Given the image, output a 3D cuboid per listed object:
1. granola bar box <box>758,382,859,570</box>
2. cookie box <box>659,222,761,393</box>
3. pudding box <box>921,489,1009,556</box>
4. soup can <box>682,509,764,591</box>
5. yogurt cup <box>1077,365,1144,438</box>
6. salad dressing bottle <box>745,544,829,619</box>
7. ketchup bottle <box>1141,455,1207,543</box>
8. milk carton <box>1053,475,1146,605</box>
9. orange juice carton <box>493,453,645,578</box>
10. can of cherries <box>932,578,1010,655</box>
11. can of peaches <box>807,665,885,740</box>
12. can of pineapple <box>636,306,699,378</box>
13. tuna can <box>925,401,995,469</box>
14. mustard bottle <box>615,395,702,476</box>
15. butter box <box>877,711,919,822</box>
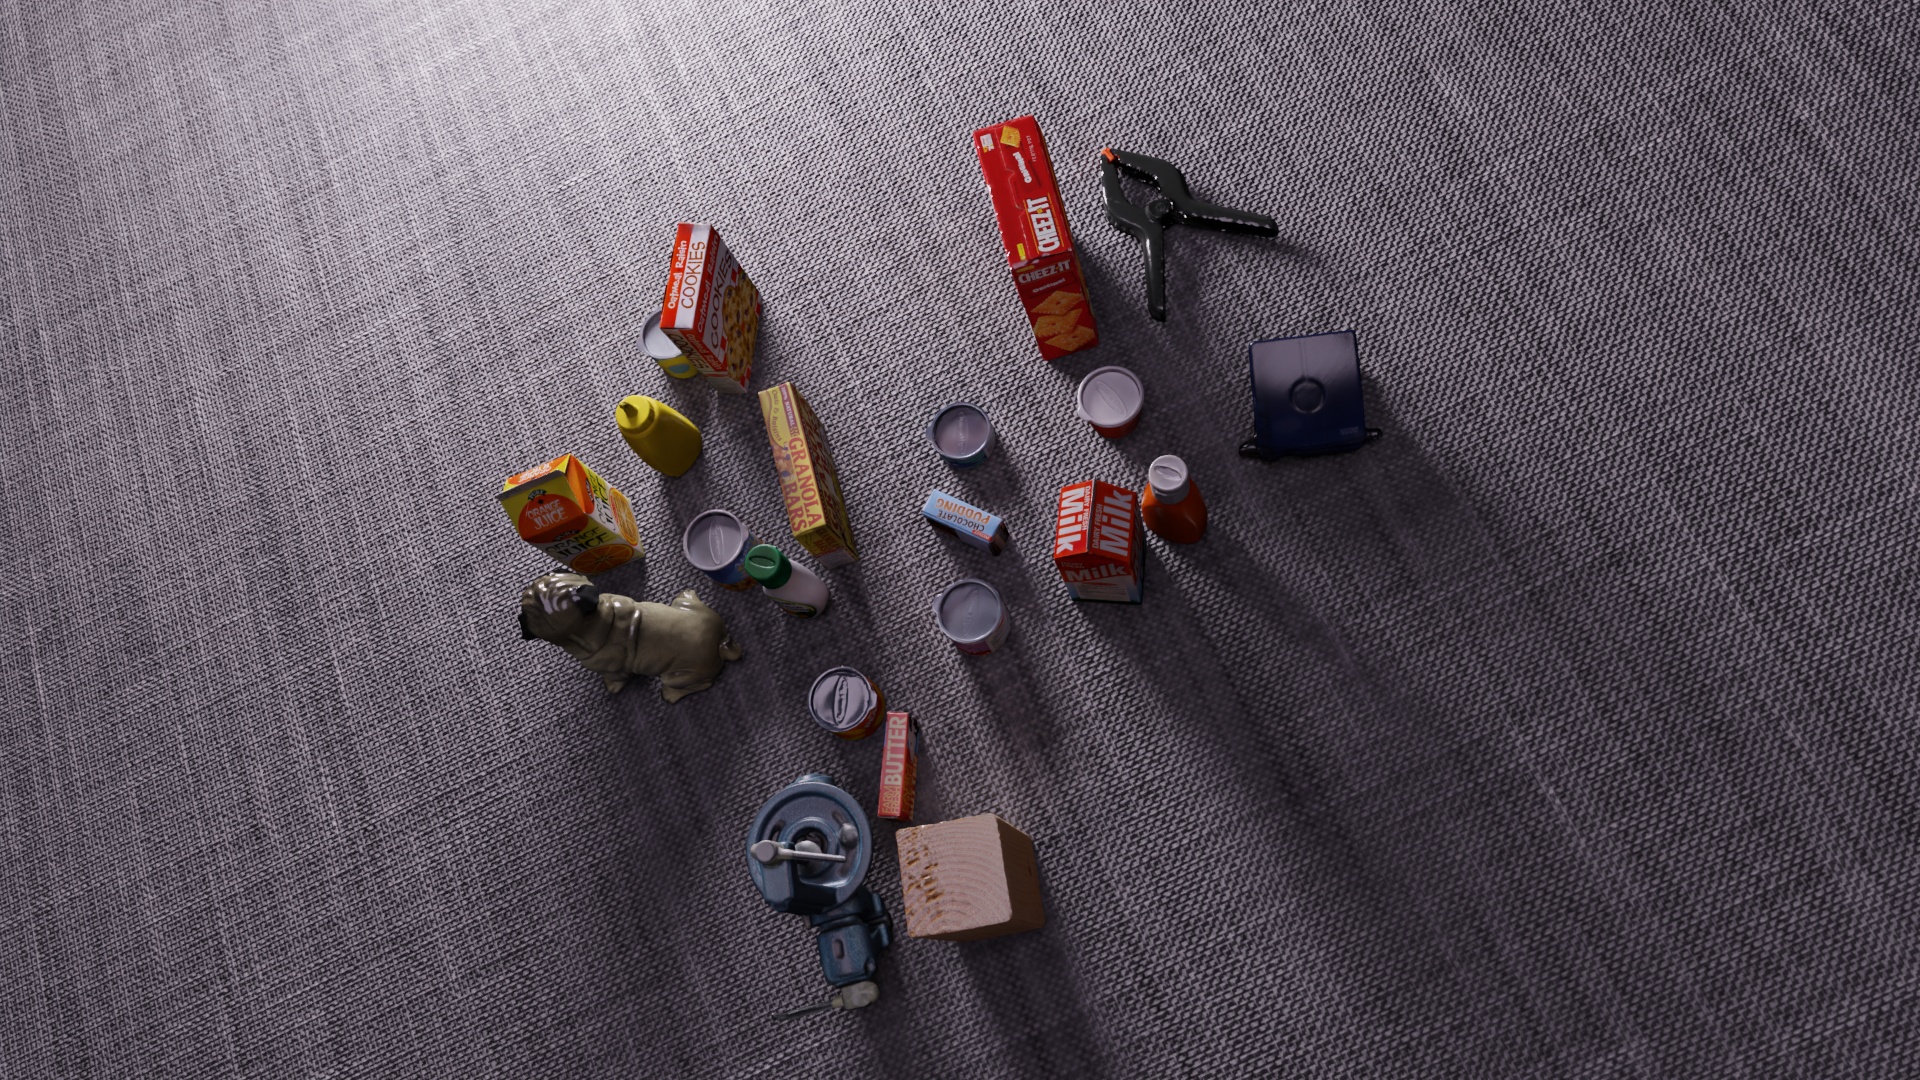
[{"bbox_3d":[-0.156,-0.065,1.441,0.039,0.124,0.166,-19,70,6],"label":"granola bar box"},{"bbox_3d":[-0.268,-0.248,1.501,0.040,0.167,0.123,2,73,12],"label":"cookie box"},{"bbox_3d":[0.005,-0.018,1.433,0.084,0.049,0.030,24,79,18],"label":"pudding box"},{"bbox_3d":[-0.242,0.011,1.456,0.071,0.083,0.071,-3,72,11],"label":"soup can"},{"bbox_3d":[0.158,-0.140,1.439,0.072,0.054,0.072,-3,72,11],"label":"yogurt cup"},{"bbox_3d":[-0.176,0.041,1.398,0.064,0.147,0.044,13,76,15],"label":"salad dressing bottle"},{"bbox_3d":[0.205,-0.040,1.346,0.065,0.148,0.043,20,78,17],"label":"ketchup bottle"},{"bbox_3d":[0.134,0.002,1.325,0.073,0.190,0.072,3,73,13],"label":"milk carton"},{"bbox_3d":[-0.405,-0.029,1.444,0.072,0.192,0.073,-21,70,4],"label":"orange juice carton"},{"bbox_3d":[0.012,0.076,1.396,0.071,0.058,0.071,-3,72,11],"label":"can of cherries"},{"bbox_3d":[-0.111,0.164,1.393,0.071,0.058,0.071,-3,72,11],"label":"can of peaches"},{"bbox_3d":[-0.320,-0.222,1.561,0.071,0.057,0.071,-3,72,11],"label":"can of pineapple"},{"bbox_3d":[0.000,-0.111,1.473,0.071,0.032,0.071,-3,72,10],"label":"tuna can"},{"bbox_3d":[-0.327,-0.119,1.475,0.049,0.160,0.065,30,81,19],"label":"mustard bottle"},{"bbox_3d":[-0.060,0.223,1.366,0.024,0.053,0.104,1,73,12],"label":"butter box"}]
